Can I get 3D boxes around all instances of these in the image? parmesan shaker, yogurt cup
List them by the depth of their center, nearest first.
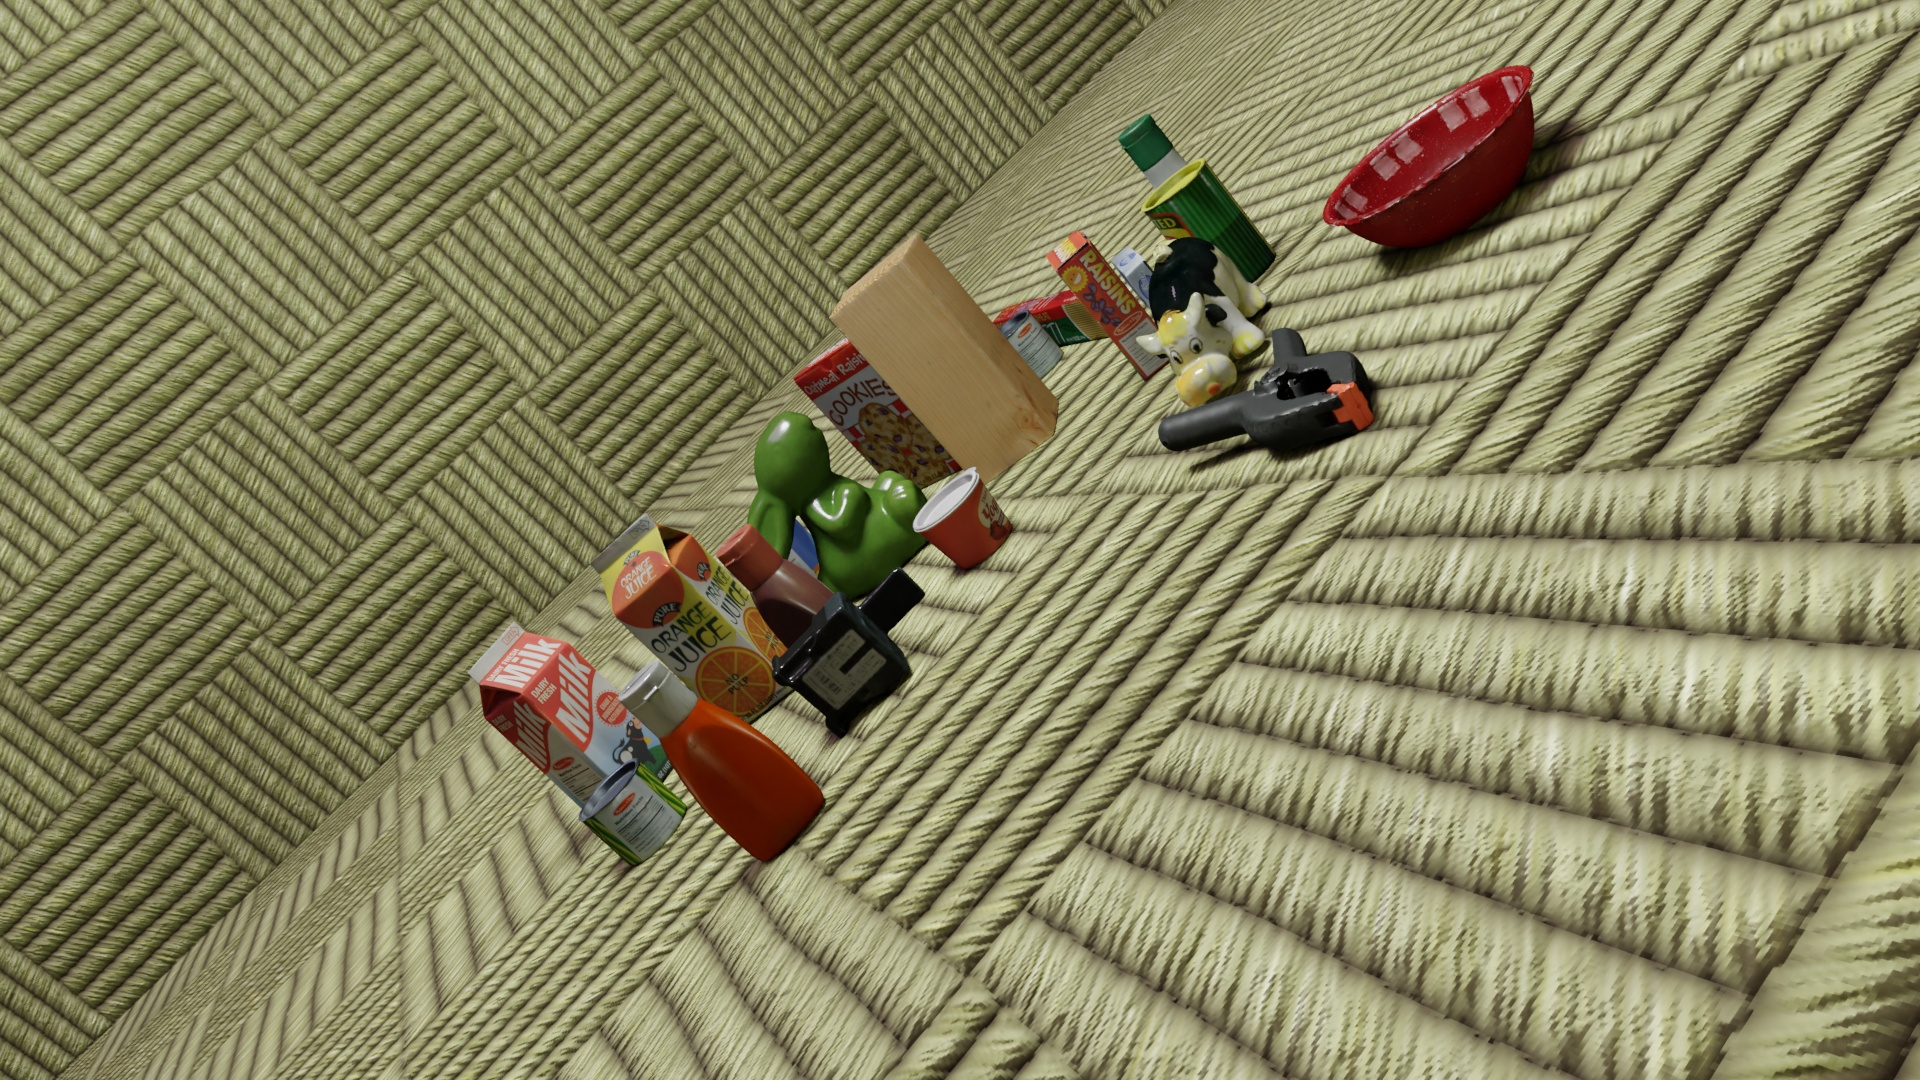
[{"bbox_3d":[0.004,-0.014,1.112,0.072,0.054,0.072,-38,16,13],"label":"yogurt cup"},{"bbox_3d":[0.212,-0.263,1.178,0.071,0.103,0.071,-39,16,13],"label":"parmesan shaker"}]

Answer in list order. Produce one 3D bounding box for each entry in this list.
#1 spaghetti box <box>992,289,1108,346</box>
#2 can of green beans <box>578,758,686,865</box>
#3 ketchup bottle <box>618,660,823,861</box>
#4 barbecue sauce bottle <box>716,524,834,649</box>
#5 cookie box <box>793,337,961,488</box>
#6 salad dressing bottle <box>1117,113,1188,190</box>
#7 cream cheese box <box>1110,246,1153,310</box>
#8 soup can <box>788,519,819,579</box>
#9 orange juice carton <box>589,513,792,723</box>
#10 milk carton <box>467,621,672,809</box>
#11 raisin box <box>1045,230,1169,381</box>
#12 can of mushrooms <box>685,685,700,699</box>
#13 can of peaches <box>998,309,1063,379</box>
[{"bbox_3d":[0.099,-0.231,1.460,0.029,0.050,0.250,-46,16,-12],"label":"spaghetti box"},{"bbox_3d":[-0.266,0.221,1.130,0.071,0.057,0.071,-38,16,13],"label":"can of green beans"},{"bbox_3d":[-0.161,0.142,0.921,0.065,0.148,0.043,-46,16,-12],"label":"ketchup bottle"},{"bbox_3d":[-0.125,0.052,1.070,0.064,0.148,0.044,-29,20,40],"label":"barbecue sauce bottle"},{"bbox_3d":[-0.070,-0.128,1.378,0.122,0.167,0.040,-23,24,49],"label":"cookie box"},{"bbox_3d":[0.203,-0.322,1.273,0.044,0.147,0.064,-41,16,7],"label":"salad dressing bottle"},{"bbox_3d":[0.173,-0.246,1.316,0.024,0.053,0.104,-39,16,11],"label":"cream cheese box"},{"bbox_3d":[-0.163,0.022,1.357,0.071,0.083,0.071,-39,16,13],"label":"soup can"},{"bbox_3d":[-0.227,0.066,1.195,0.071,0.192,0.073,-38,16,15],"label":"orange juice carton"},{"bbox_3d":[-0.351,0.161,1.244,0.073,0.190,0.073,-30,20,39],"label":"milk carton"},{"bbox_3d":[0.128,-0.201,1.180,0.040,0.123,0.086,-39,16,12],"label":"raisin box"},{"bbox_3d":[-0.251,0.161,1.296,0.071,0.033,0.071,-38,16,13],"label":"can of mushrooms"},{"bbox_3d":[0.063,-0.196,1.438,0.071,0.058,0.071,-38,16,13],"label":"can of peaches"}]
